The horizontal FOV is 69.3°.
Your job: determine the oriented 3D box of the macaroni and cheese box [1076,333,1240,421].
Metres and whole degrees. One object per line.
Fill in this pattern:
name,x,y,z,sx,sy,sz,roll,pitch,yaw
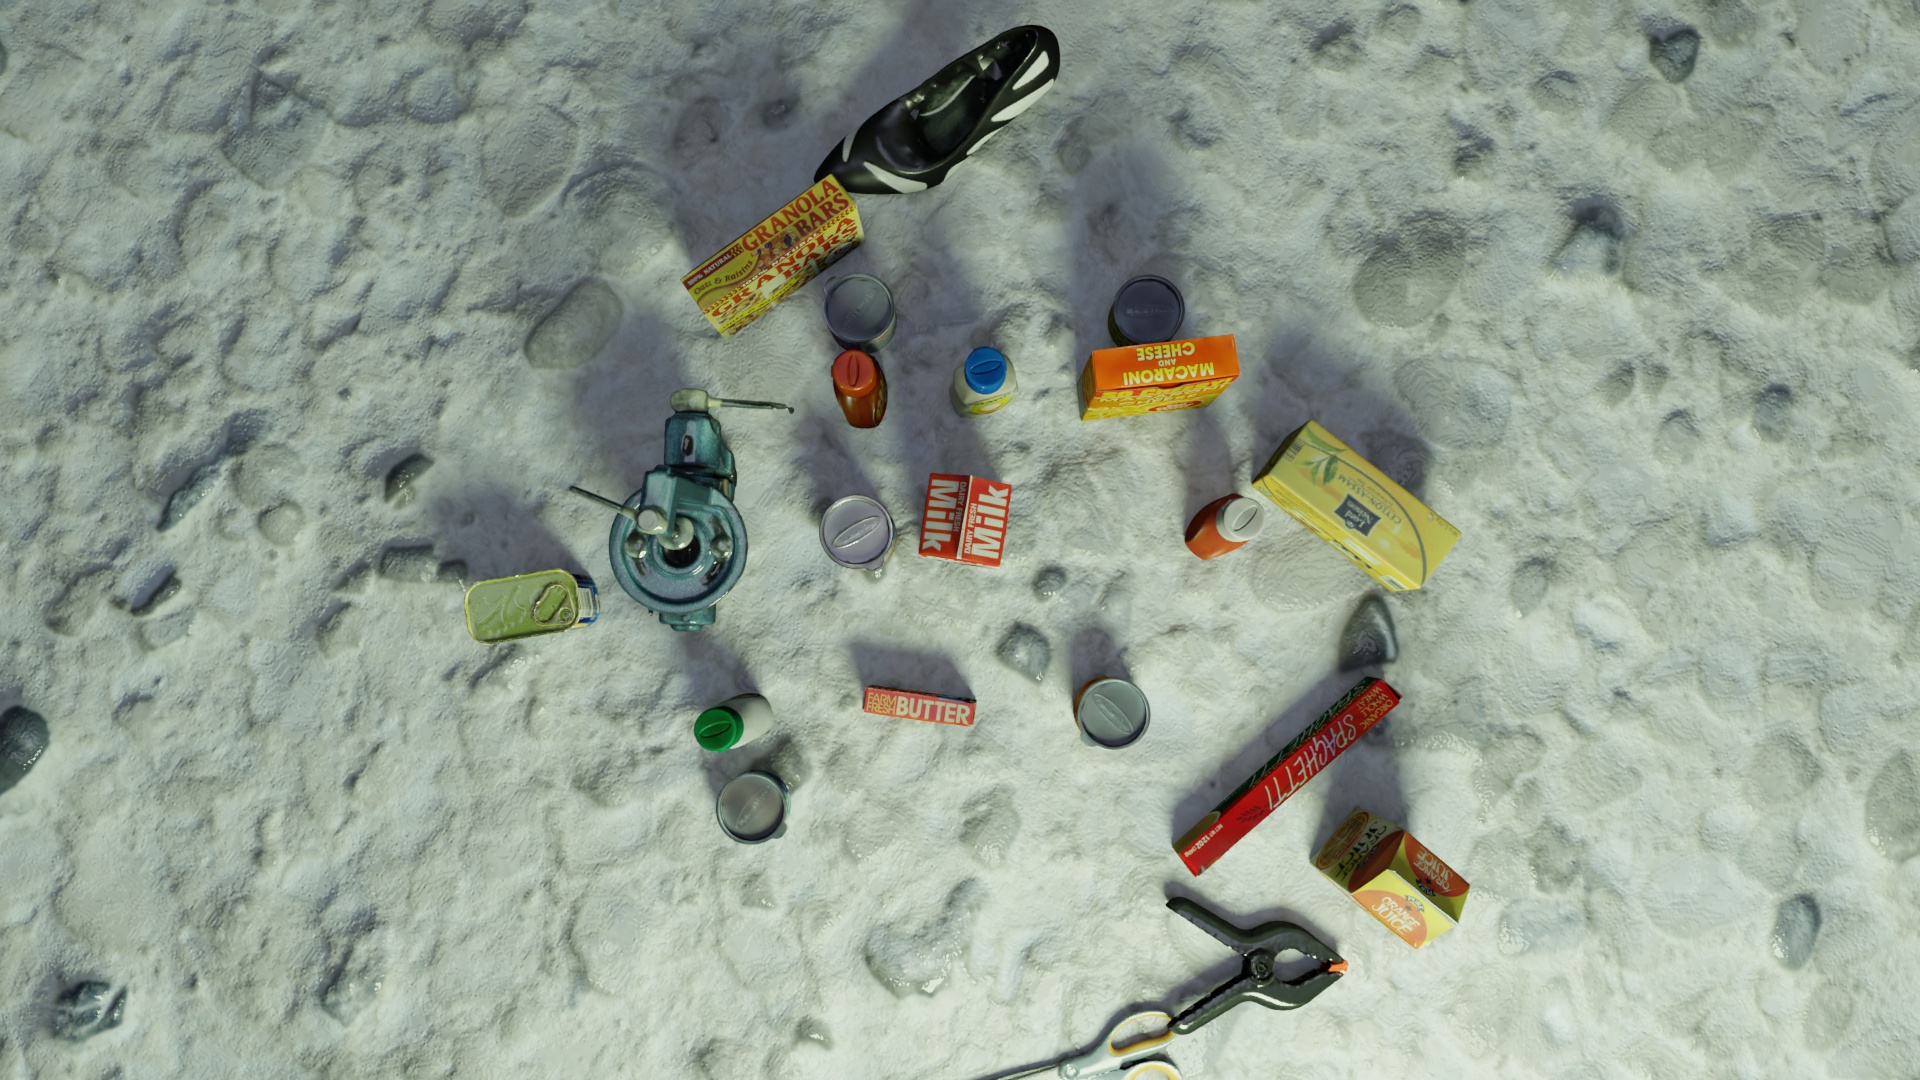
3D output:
macaroni and cheese box,0.173,-0.142,1.243,0.124,0.166,0.040,-7,87,0

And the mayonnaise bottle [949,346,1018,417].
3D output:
mayonnaise bottle,0.022,-0.143,1.252,0.065,0.148,0.041,-16,87,-1

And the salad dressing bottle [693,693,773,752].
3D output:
salad dressing bottle,-0.204,0.162,1.233,0.064,0.147,0.044,-19,87,-1

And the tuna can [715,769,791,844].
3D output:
tuna can,-0.189,0.247,1.284,0.071,0.033,0.071,0,86,0

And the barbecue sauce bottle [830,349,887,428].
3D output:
barbecue sauce bottle,-0.091,-0.141,1.253,0.044,0.148,0.065,1,87,1

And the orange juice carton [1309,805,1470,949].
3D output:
orange juice carton,0.372,0.291,1.199,0.072,0.192,0.073,41,88,2

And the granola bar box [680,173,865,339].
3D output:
granola bar box,-0.169,-0.258,1.273,0.165,0.124,0.039,-36,87,-2

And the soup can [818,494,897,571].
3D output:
soup can,-0.091,-0.003,1.276,0.071,0.083,0.071,0,87,0

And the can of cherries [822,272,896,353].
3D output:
can of cherries,-0.095,-0.214,1.303,0.071,0.058,0.071,0,86,0

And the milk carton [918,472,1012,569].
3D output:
milk carton,0.004,-0.015,1.223,0.073,0.190,0.072,8,87,1

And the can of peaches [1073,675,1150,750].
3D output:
can of peaches,0.136,0.159,1.276,0.071,0.058,0.071,0,86,0

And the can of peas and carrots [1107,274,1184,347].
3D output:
can of peas and carrots,0.173,-0.207,1.301,0.071,0.058,0.071,0,86,0

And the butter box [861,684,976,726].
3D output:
butter box,-0.037,0.152,1.280,0.103,0.053,0.024,8,87,1

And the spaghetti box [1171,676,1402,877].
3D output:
spaghetti box,0.299,0.214,1.276,0.250,0.050,0.028,-40,87,-2

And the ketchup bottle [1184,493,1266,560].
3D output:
ketchup bottle,0.239,-0.015,1.242,0.043,0.148,0.065,42,88,3
